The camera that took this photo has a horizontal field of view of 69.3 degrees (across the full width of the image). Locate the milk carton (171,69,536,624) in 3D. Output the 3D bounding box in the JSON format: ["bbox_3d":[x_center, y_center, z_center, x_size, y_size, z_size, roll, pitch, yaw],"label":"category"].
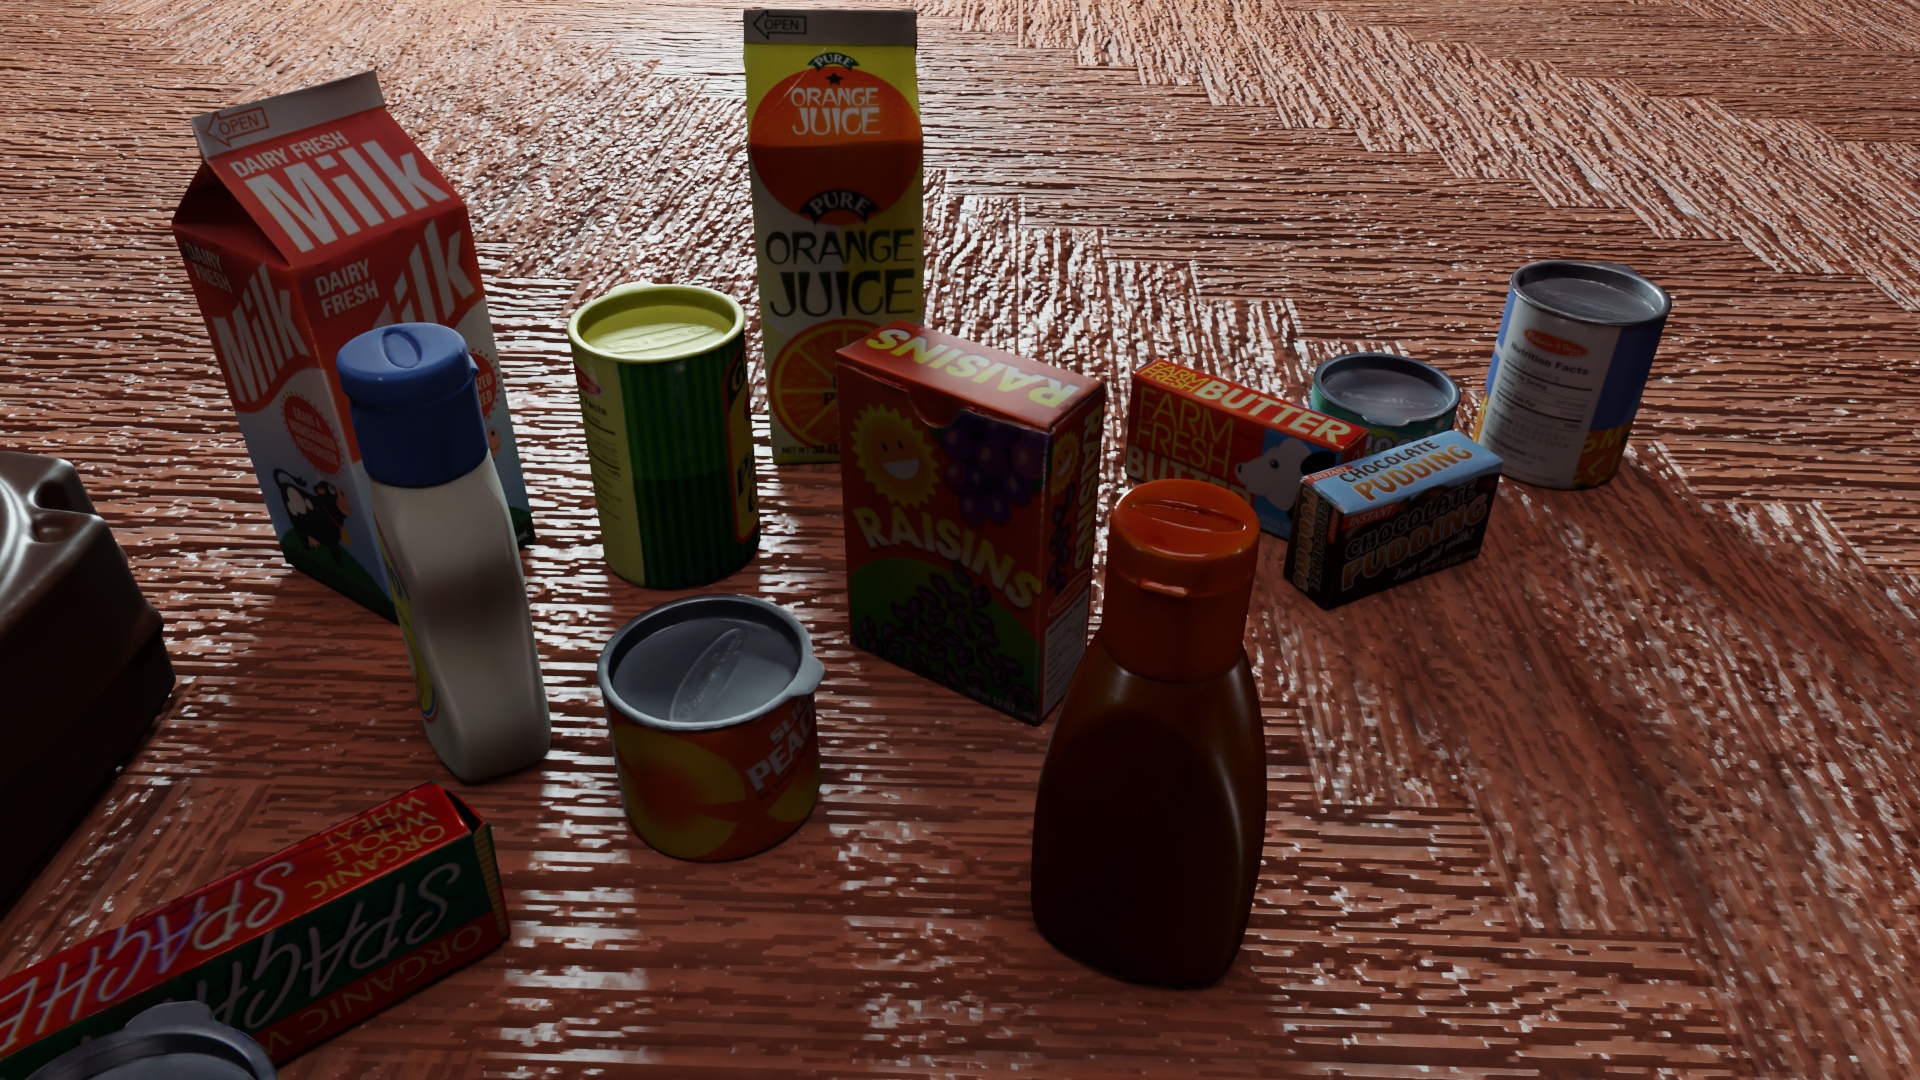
[{"bbox_3d":[-0.225,-0.072,0.517,0.073,0.189,0.073,21,39,27],"label":"milk carton"}]

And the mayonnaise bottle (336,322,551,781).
[{"bbox_3d":[-0.164,0.004,0.444,0.041,0.147,0.065,-17,38,-24],"label":"mayonnaise bottle"}]

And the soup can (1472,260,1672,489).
[{"bbox_3d":[0.274,-0.076,0.626,0.071,0.083,0.072,1,34,0],"label":"soup can"}]

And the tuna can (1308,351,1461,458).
[{"bbox_3d":[0.194,-0.057,0.642,0.071,0.032,0.071,1,35,0],"label":"tuna can"}]

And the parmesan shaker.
[{"bbox_3d":[-0.116,-0.042,0.552,0.071,0.102,0.072,1,34,0],"label":"parmesan shaker"}]

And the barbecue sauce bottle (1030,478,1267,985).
[{"bbox_3d":[0.053,0.055,0.375,0.065,0.147,0.044,13,36,18],"label":"barbecue sauce bottle"}]

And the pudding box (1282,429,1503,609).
[{"bbox_3d":[0.173,-0.010,0.558,0.084,0.049,0.030,-16,38,-23],"label":"pudding box"}]

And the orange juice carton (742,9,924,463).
[{"bbox_3d":[-0.053,-0.134,0.608,0.072,0.191,0.073,-3,35,-5],"label":"orange juice carton"}]

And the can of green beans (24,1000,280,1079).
[{"bbox_3d":[-0.179,0.152,0.309,0.071,0.057,0.071,1,34,0],"label":"can of green beans"}]

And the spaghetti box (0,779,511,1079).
[{"bbox_3d":[-0.234,0.136,0.337,0.251,0.050,0.029,-25,42,-32],"label":"spaghetti box"}]

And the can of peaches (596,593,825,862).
[{"bbox_3d":[-0.077,0.060,0.445,0.071,0.057,0.071,1,34,0],"label":"can of peaches"}]

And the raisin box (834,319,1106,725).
[{"bbox_3d":[0.002,-0.006,0.485,0.086,0.122,0.040,22,40,28],"label":"raisin box"}]

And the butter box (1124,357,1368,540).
[{"bbox_3d":[0.119,-0.038,0.595,0.103,0.052,0.024,25,41,31],"label":"butter box"}]
